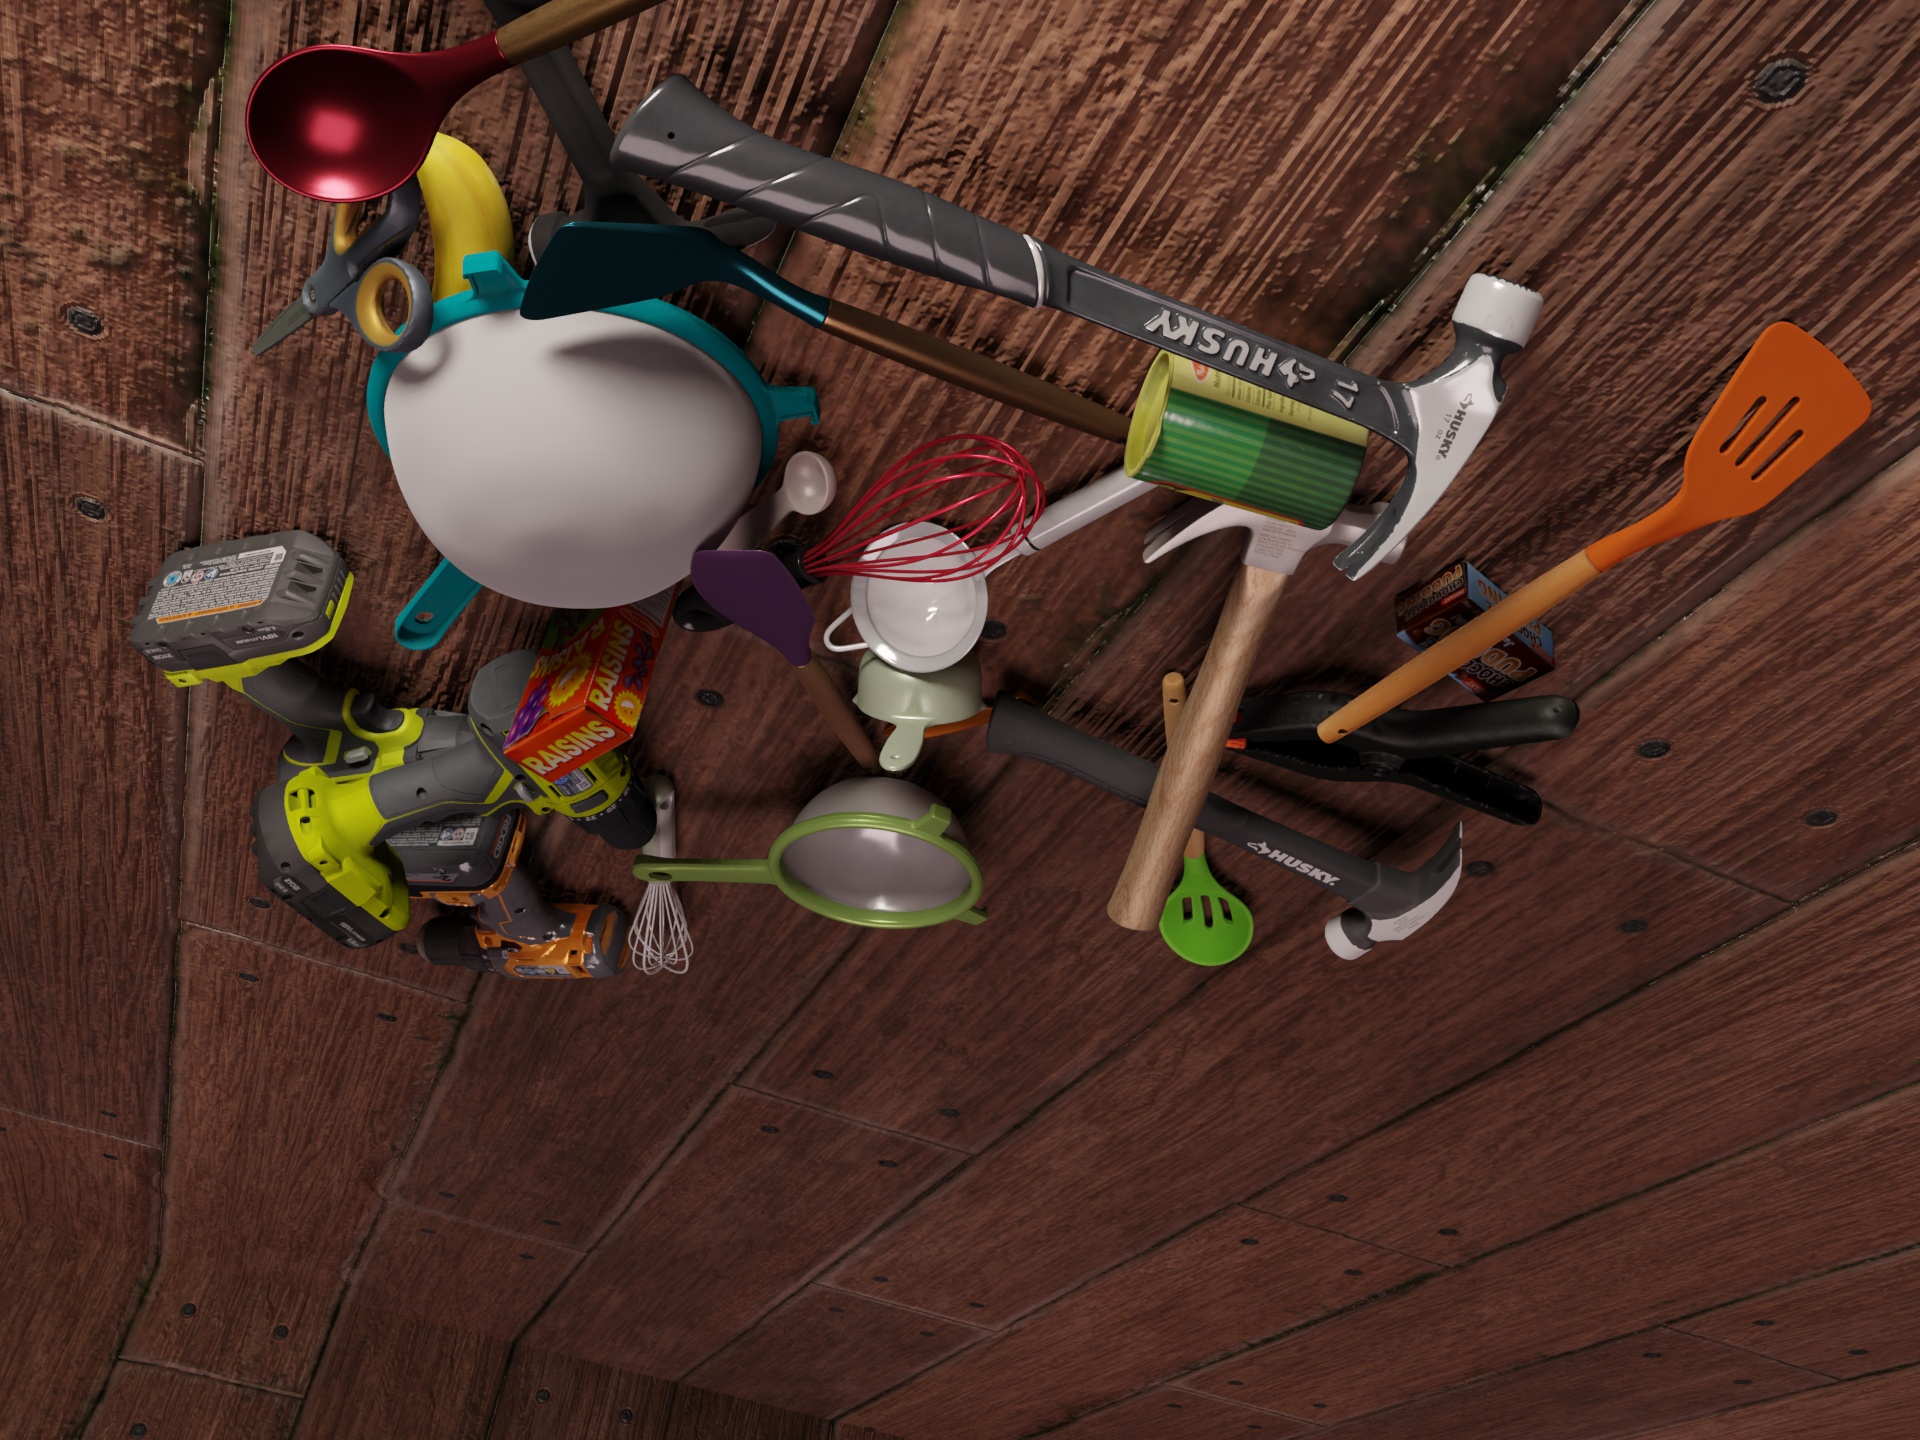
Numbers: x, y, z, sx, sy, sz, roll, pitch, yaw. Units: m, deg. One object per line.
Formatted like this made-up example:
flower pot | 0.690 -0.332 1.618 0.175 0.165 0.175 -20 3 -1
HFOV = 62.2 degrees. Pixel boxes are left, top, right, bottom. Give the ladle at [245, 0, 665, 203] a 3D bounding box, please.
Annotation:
ladle | -0.163 -0.281 0.640 0.315 0.031 0.069 -11 140 25

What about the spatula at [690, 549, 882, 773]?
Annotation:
spatula | -0.091 -0.028 0.954 0.060 0.018 0.315 1 158 13

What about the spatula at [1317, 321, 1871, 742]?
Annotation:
spatula | 0.309 -0.076 0.830 0.081 0.041 0.322 29 134 -25

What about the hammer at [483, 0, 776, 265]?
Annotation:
hammer | -0.189 -0.324 0.640 0.127 0.034 0.336 -5 141 19

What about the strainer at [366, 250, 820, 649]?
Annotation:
strainer | -0.239 -0.093 0.865 0.210 0.095 0.340 17 144 -34

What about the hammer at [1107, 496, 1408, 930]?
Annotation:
hammer | 0.142 0.001 0.934 0.130 0.031 0.331 14 127 -1

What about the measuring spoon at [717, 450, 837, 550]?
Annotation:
measuring spoon | -0.106 -0.113 0.894 0.018 0.034 0.124 -16 170 -45

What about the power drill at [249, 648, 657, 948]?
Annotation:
power drill | -0.329 0.063 1.064 0.228 0.080 0.190 -25 142 1

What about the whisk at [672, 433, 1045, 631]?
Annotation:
whisk | -0.069 -0.092 0.892 0.296 0.073 0.073 -15 138 42

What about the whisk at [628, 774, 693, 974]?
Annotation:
whisk | -0.232 0.123 1.229 0.059 0.058 0.246 34 143 18

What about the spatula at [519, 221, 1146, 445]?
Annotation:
spatula | -0.044 -0.176 0.762 0.317 0.044 0.082 15 157 -24

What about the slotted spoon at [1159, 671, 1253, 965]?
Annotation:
slotted spoon | 0.161 0.074 1.094 0.070 0.031 0.313 0 140 14

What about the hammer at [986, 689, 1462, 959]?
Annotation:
hammer | 0.166 0.059 1.026 0.334 0.035 0.146 24 142 -14

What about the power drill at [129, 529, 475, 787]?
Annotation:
power drill | -0.416 -0.021 1.055 0.171 0.080 0.223 -8 143 14

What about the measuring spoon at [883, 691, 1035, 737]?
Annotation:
measuring spoon | -0.002 -0.003 1.044 0.117 0.011 0.021 -12 139 31

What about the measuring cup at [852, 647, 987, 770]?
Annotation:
measuring cup | -0.028 -0.013 0.920 0.083 0.168 0.038 3 108 4

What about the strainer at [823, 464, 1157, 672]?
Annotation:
strainer | 0.032 -0.097 0.886 0.258 0.050 0.087 -26 87 31

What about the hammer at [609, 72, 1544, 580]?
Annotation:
hammer | 0.049 -0.186 0.703 0.408 0.036 0.149 17 107 -11

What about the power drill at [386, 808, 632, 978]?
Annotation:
power drill | -0.387 0.139 1.258 0.185 0.084 0.226 -2 146 17

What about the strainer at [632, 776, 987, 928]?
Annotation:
strainer | -0.107 0.085 1.129 0.256 0.069 0.151 -1 145 13
